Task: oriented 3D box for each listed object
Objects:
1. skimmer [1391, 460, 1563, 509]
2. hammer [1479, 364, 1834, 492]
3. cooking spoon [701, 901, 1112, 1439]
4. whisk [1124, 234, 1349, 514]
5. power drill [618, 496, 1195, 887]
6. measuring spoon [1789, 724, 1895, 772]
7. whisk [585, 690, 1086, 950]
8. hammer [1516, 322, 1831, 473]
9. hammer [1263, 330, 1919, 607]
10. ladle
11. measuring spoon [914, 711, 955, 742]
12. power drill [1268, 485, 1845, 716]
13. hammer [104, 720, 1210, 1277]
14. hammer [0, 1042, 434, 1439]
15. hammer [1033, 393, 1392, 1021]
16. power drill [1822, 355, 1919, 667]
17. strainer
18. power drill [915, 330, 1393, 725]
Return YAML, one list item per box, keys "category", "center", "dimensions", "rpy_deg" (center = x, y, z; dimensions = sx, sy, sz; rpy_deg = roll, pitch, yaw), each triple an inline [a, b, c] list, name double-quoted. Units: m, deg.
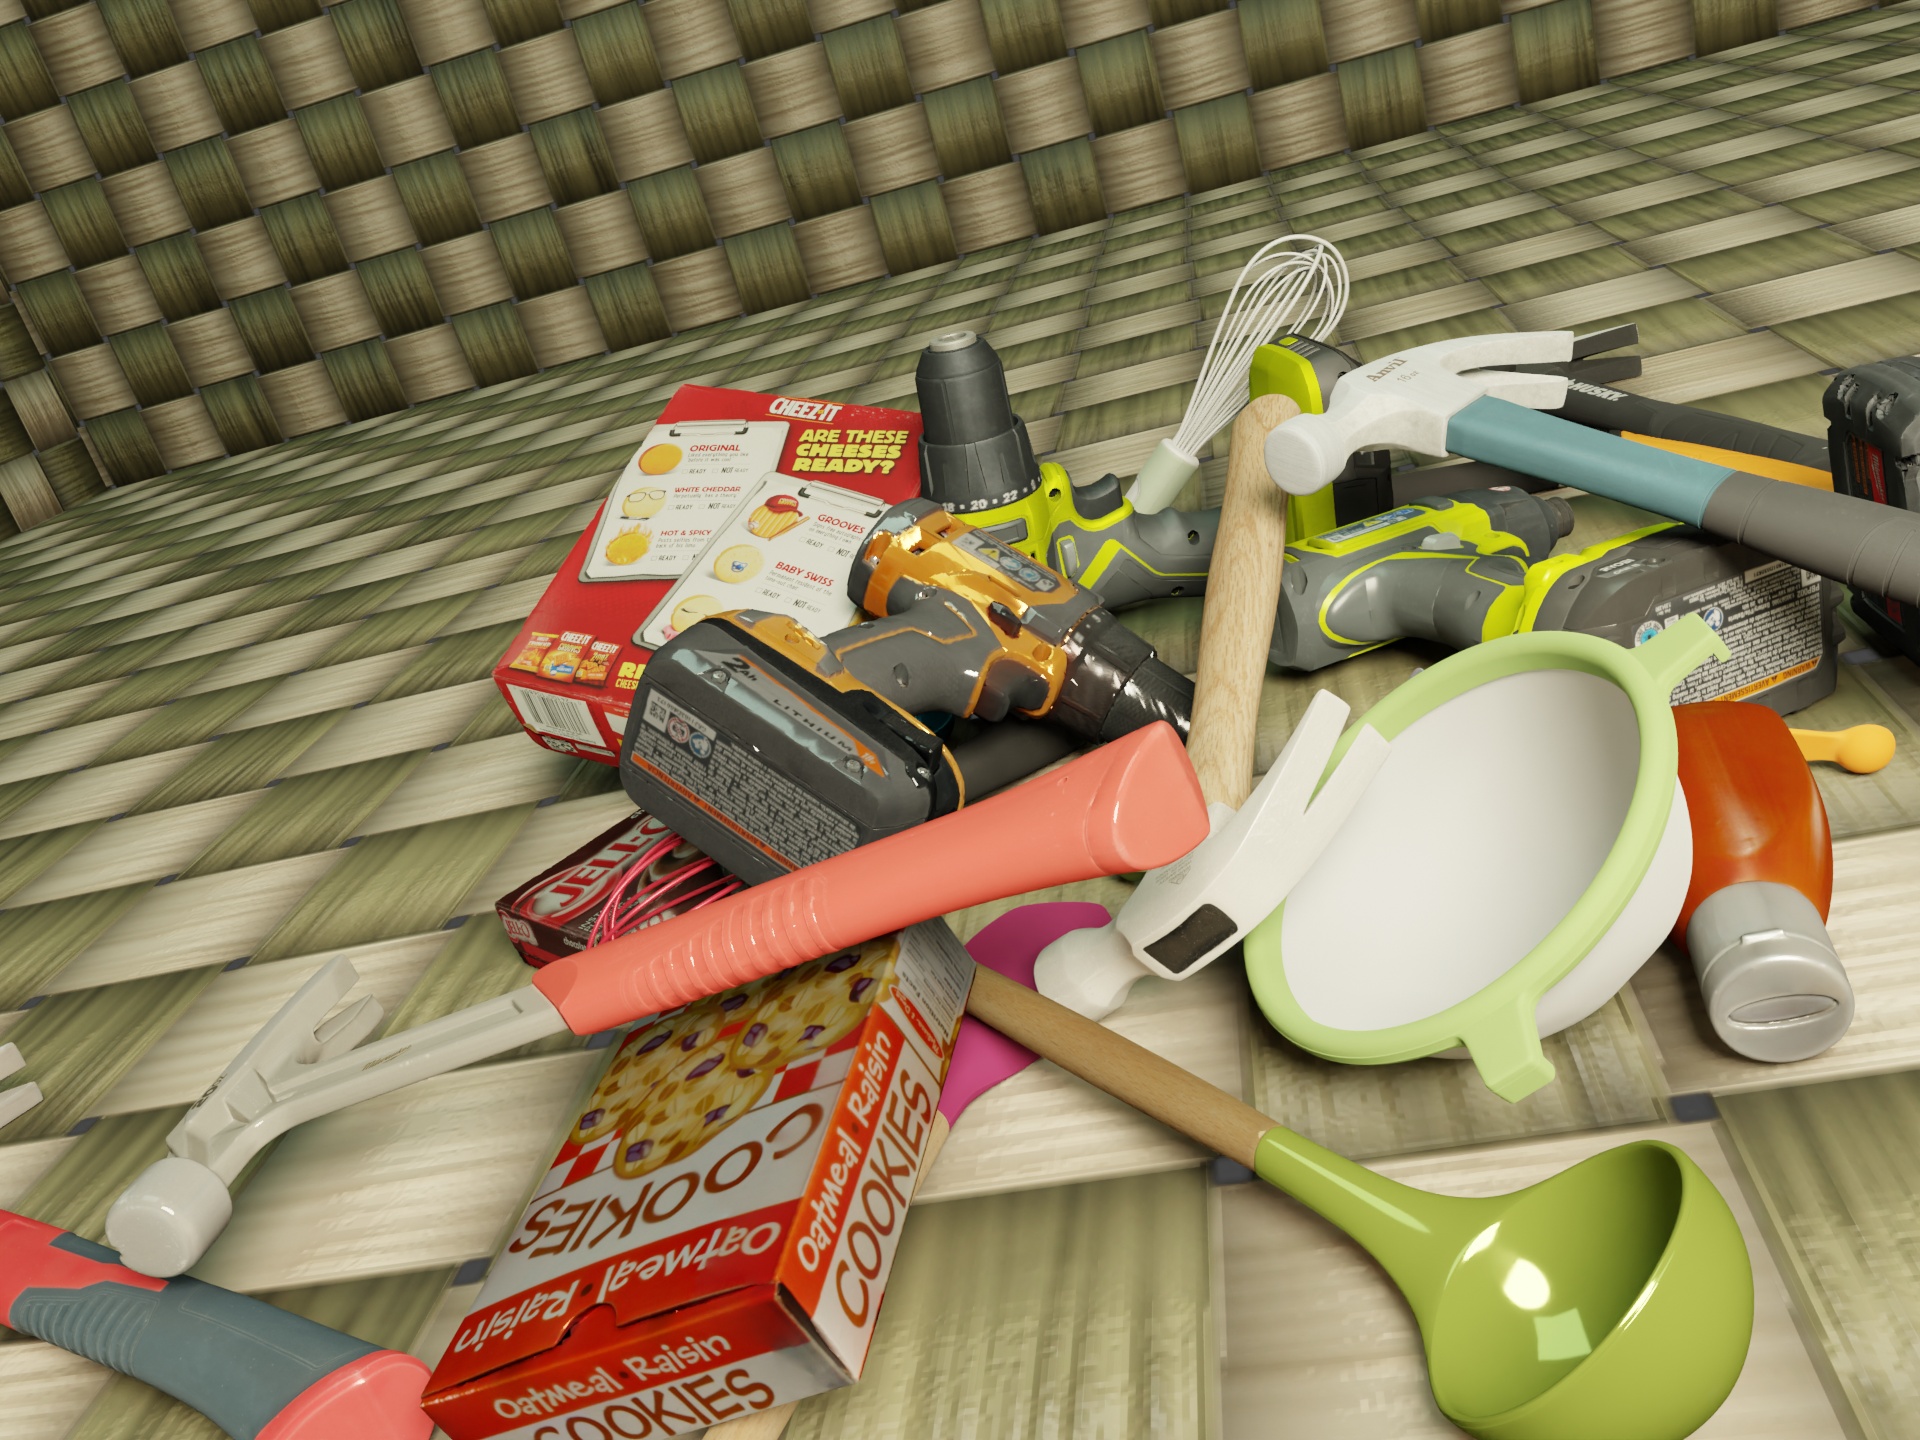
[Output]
- category: "skimmer"
  center: [0.164, -0.147, 0.933]
  dimensions: [0.363, 0.090, 0.127]
  rpy_deg: [-8, -8, 15]
- category: "hammer"
  center: [0.344, -0.125, 0.775]
  dimensions: [0.127, 0.034, 0.337]
  rpy_deg: [-13, 27, -27]
- category: "cooking spoon"
  center: [-0.020, 0.140, 0.488]
  dimensions: [0.069, 0.017, 0.319]
  rpy_deg: [-5, 24, 26]
- category: "whisk"
  center: [0.123, -0.152, 0.863]
  dimensions: [0.246, 0.059, 0.058]
  rpy_deg: [-55, 17, 21]
- category: "power drill"
  center: [-0.001, -0.002, 0.641]
  dimensions: [0.185, 0.084, 0.226]
  rpy_deg: [33, 35, 15]
- category: "measuring spoon"
  center: [0.266, 0.012, 0.560]
  dimensions: [0.117, 0.021, 0.011]
  rpy_deg: [0, 42, 10]
- category: "whisk"
  center: [-0.034, 0.043, 0.677]
  dimensions: [0.296, 0.073, 0.073]
  rpy_deg: [-28, 24, -38]
- category: "hammer"
  center: [0.395, -0.170, 0.897]
  dimensions: [0.146, 0.035, 0.335]
  rpy_deg: [-19, 23, -4]
- category: "hammer"
  center: [0.276, -0.071, 0.549]
  dimensions: [0.128, 0.033, 0.331]
  rpy_deg: [-34, 45, -30]
- category: "ladle"
  center: [0.063, 0.103, 0.446]
  dimensions: [0.078, 0.062, 0.320]
  rpy_deg: [-46, 34, -18]
- category: "measuring spoon"
  center: [-0.052, 0.030, 0.780]
  dimensions: [0.128, 0.021, 0.042]
  rpy_deg: [-38, 40, -23]
- category: "power drill"
  center: [0.250, -0.057, 0.684]
  dimensions: [0.171, 0.080, 0.223]
  rpy_deg: [-19, 19, -16]
- category: "hammer"
  center: [-0.095, 0.074, 0.505]
  dimensions: [0.359, 0.036, 0.149]
  rpy_deg: [-21, 19, 17]
- category: "hammer"
  center: [-0.306, 0.186, 0.558]
  dimensions: [0.386, 0.038, 0.143]
  rpy_deg: [-1, 26, 34]
- category: "hammer"
  center: [0.108, -0.036, 0.615]
  dimensions: [0.130, 0.031, 0.332]
  rpy_deg: [-39, 21, 38]
- category: "power drill"
  center: [0.442, -0.103, 0.568]
  dimensions: [0.219, 0.143, 0.079]
  rpy_deg: [-14, 20, 13]
- category: "strainer"
  center: [0.139, 0.055, 0.529]
  dimensions: [0.151, 0.069, 0.256]
  rpy_deg: [-59, 20, -19]
- category: "power drill"
  center: [0.090, -0.114, 0.787]
  dimensions: [0.228, 0.190, 0.080]
  rpy_deg: [-15, 25, -8]
